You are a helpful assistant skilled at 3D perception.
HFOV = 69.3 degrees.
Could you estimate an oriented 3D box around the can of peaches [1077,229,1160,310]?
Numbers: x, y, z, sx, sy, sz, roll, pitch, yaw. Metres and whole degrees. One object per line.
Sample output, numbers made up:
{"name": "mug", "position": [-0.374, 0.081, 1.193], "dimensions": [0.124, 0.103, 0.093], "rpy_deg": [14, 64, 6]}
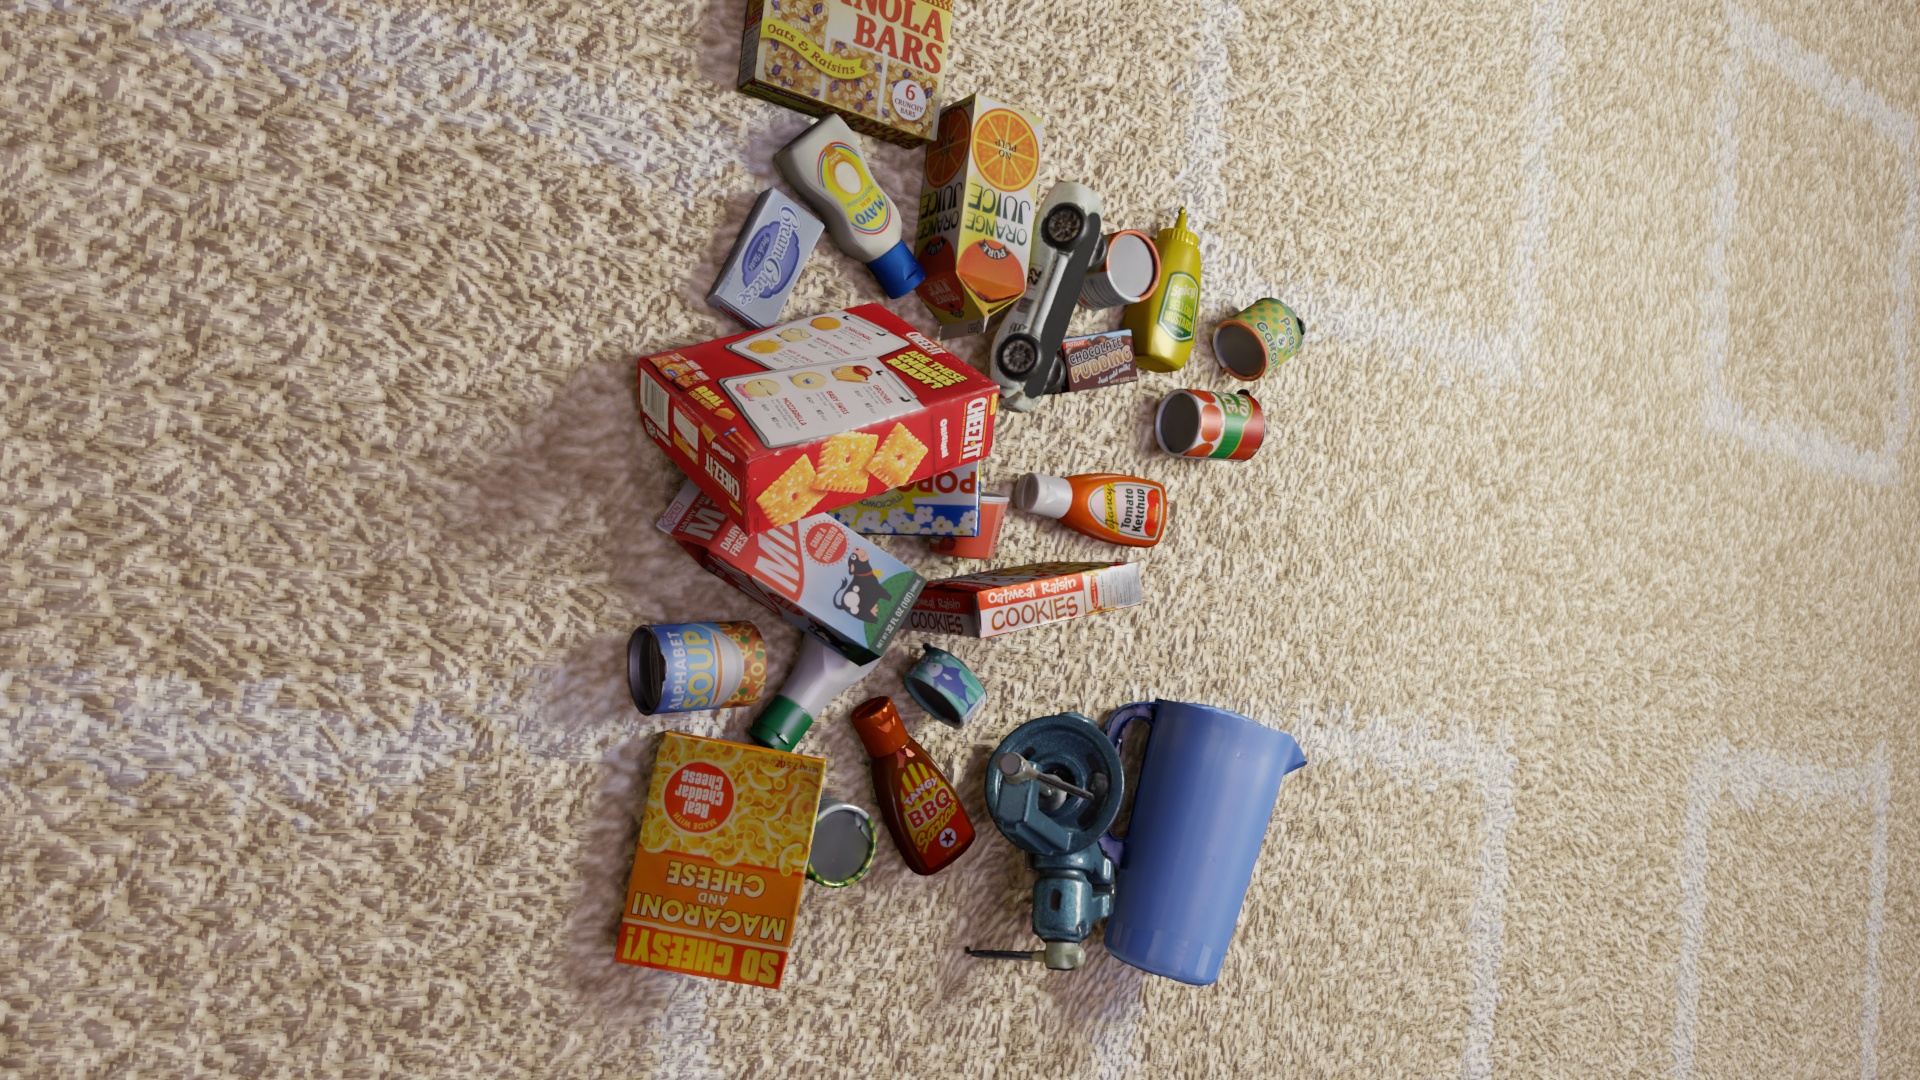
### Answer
{"name": "can of peaches", "position": [0.139, -0.247, 1.256], "dimensions": [0.071, 0.058, 0.071], "rpy_deg": [-1, 91, -34]}

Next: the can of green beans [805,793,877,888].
{"name": "can of green beans", "position": [-0.107, 0.235, 1.090], "dimensions": [0.071, 0.058, 0.071], "rpy_deg": [0, 91, -34]}

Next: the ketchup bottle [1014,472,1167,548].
{"name": "ketchup bottle", "position": [0.118, -0.033, 1.252], "dimensions": [0.149, 0.043, 0.064], "rpy_deg": [9, 86, -33]}

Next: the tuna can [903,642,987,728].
{"name": "tuna can", "position": [-0.015, 0.120, 1.149], "dimensions": [0.033, 0.071, 0.071], "rpy_deg": [-47, 115, -24]}

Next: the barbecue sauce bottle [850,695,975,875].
{"name": "barbecue sauce bottle", "position": [-0.043, 0.199, 1.142], "dimensions": [0.065, 0.043, 0.148], "rpy_deg": [-34, 108, -28]}

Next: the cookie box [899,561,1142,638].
{"name": "cookie box", "position": [0.047, 0.046, 1.155], "dimensions": [0.168, 0.123, 0.040], "rpy_deg": [-9, 95, -34]}

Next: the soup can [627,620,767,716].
{"name": "soup can", "position": [-0.193, 0.093, 1.023], "dimensions": [0.084, 0.071, 0.071], "rpy_deg": [-1, 91, -34]}

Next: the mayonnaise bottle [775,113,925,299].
{"name": "mayonnaise bottle", "position": [-0.083, -0.264, 1.115], "dimensions": [0.065, 0.041, 0.147], "rpy_deg": [-46, 114, -24]}

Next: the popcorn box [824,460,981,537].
{"name": "popcorn box", "position": [-0.047, -0.046, 1.104], "dimensions": [0.127, 0.038, 0.085], "rpy_deg": [2, 90, 1]}

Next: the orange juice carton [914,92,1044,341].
{"name": "orange juice carton", "position": [0.012, -0.263, 1.161], "dimensions": [0.073, 0.071, 0.192], "rpy_deg": [9, 85, -33]}

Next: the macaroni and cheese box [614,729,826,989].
{"name": "macaroni and cheese box", "position": [-0.175, 0.233, 1.024], "dimensions": [0.124, 0.040, 0.166], "rpy_deg": [11, 84, -3]}

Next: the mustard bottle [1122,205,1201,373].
{"name": "mustard bottle", "position": [0.194, -0.240, 1.299], "dimensions": [0.065, 0.049, 0.160], "rpy_deg": [17, 81, -36]}

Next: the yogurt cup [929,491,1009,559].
{"name": "yogurt cup", "position": [0.004, -0.015, 1.163], "dimensions": [0.072, 0.072, 0.054], "rpy_deg": [3, 97, -34]}

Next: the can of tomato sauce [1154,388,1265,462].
{"name": "can of tomato sauce", "position": [0.237, -0.111, 1.317], "dimensions": [0.083, 0.071, 0.071], "rpy_deg": [1, 90, -34]}

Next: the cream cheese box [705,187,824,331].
{"name": "cream cheese box", "position": [-0.151, -0.216, 1.079], "dimensions": [0.053, 0.024, 0.104], "rpy_deg": [33, 72, -30]}

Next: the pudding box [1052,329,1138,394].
{"name": "pudding box", "position": [0.119, -0.162, 1.260], "dimensions": [0.084, 0.030, 0.049], "rpy_deg": [-12, 96, -34]}

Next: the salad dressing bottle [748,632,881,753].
{"name": "salad dressing bottle", "position": [-0.109, 0.103, 1.098], "dimensions": [0.064, 0.044, 0.148], "rpy_deg": [46, 67, -24]}

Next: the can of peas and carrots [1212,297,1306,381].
{"name": "can of peas and carrots", "position": [0.291, -0.195, 1.352], "dimensions": [0.059, 0.071, 0.070], "rpy_deg": [-33, 108, -29]}

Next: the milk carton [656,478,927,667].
{"name": "milk carton", "position": [-0.129, 0.013, 1.047], "dimensions": [0.190, 0.073, 0.072], "rpy_deg": [34, 71, -7]}

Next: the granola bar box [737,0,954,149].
{"name": "granola bar box", "position": [-0.090, -0.398, 1.111], "dimensions": [0.166, 0.039, 0.124], "rpy_deg": [9, 86, -34]}
